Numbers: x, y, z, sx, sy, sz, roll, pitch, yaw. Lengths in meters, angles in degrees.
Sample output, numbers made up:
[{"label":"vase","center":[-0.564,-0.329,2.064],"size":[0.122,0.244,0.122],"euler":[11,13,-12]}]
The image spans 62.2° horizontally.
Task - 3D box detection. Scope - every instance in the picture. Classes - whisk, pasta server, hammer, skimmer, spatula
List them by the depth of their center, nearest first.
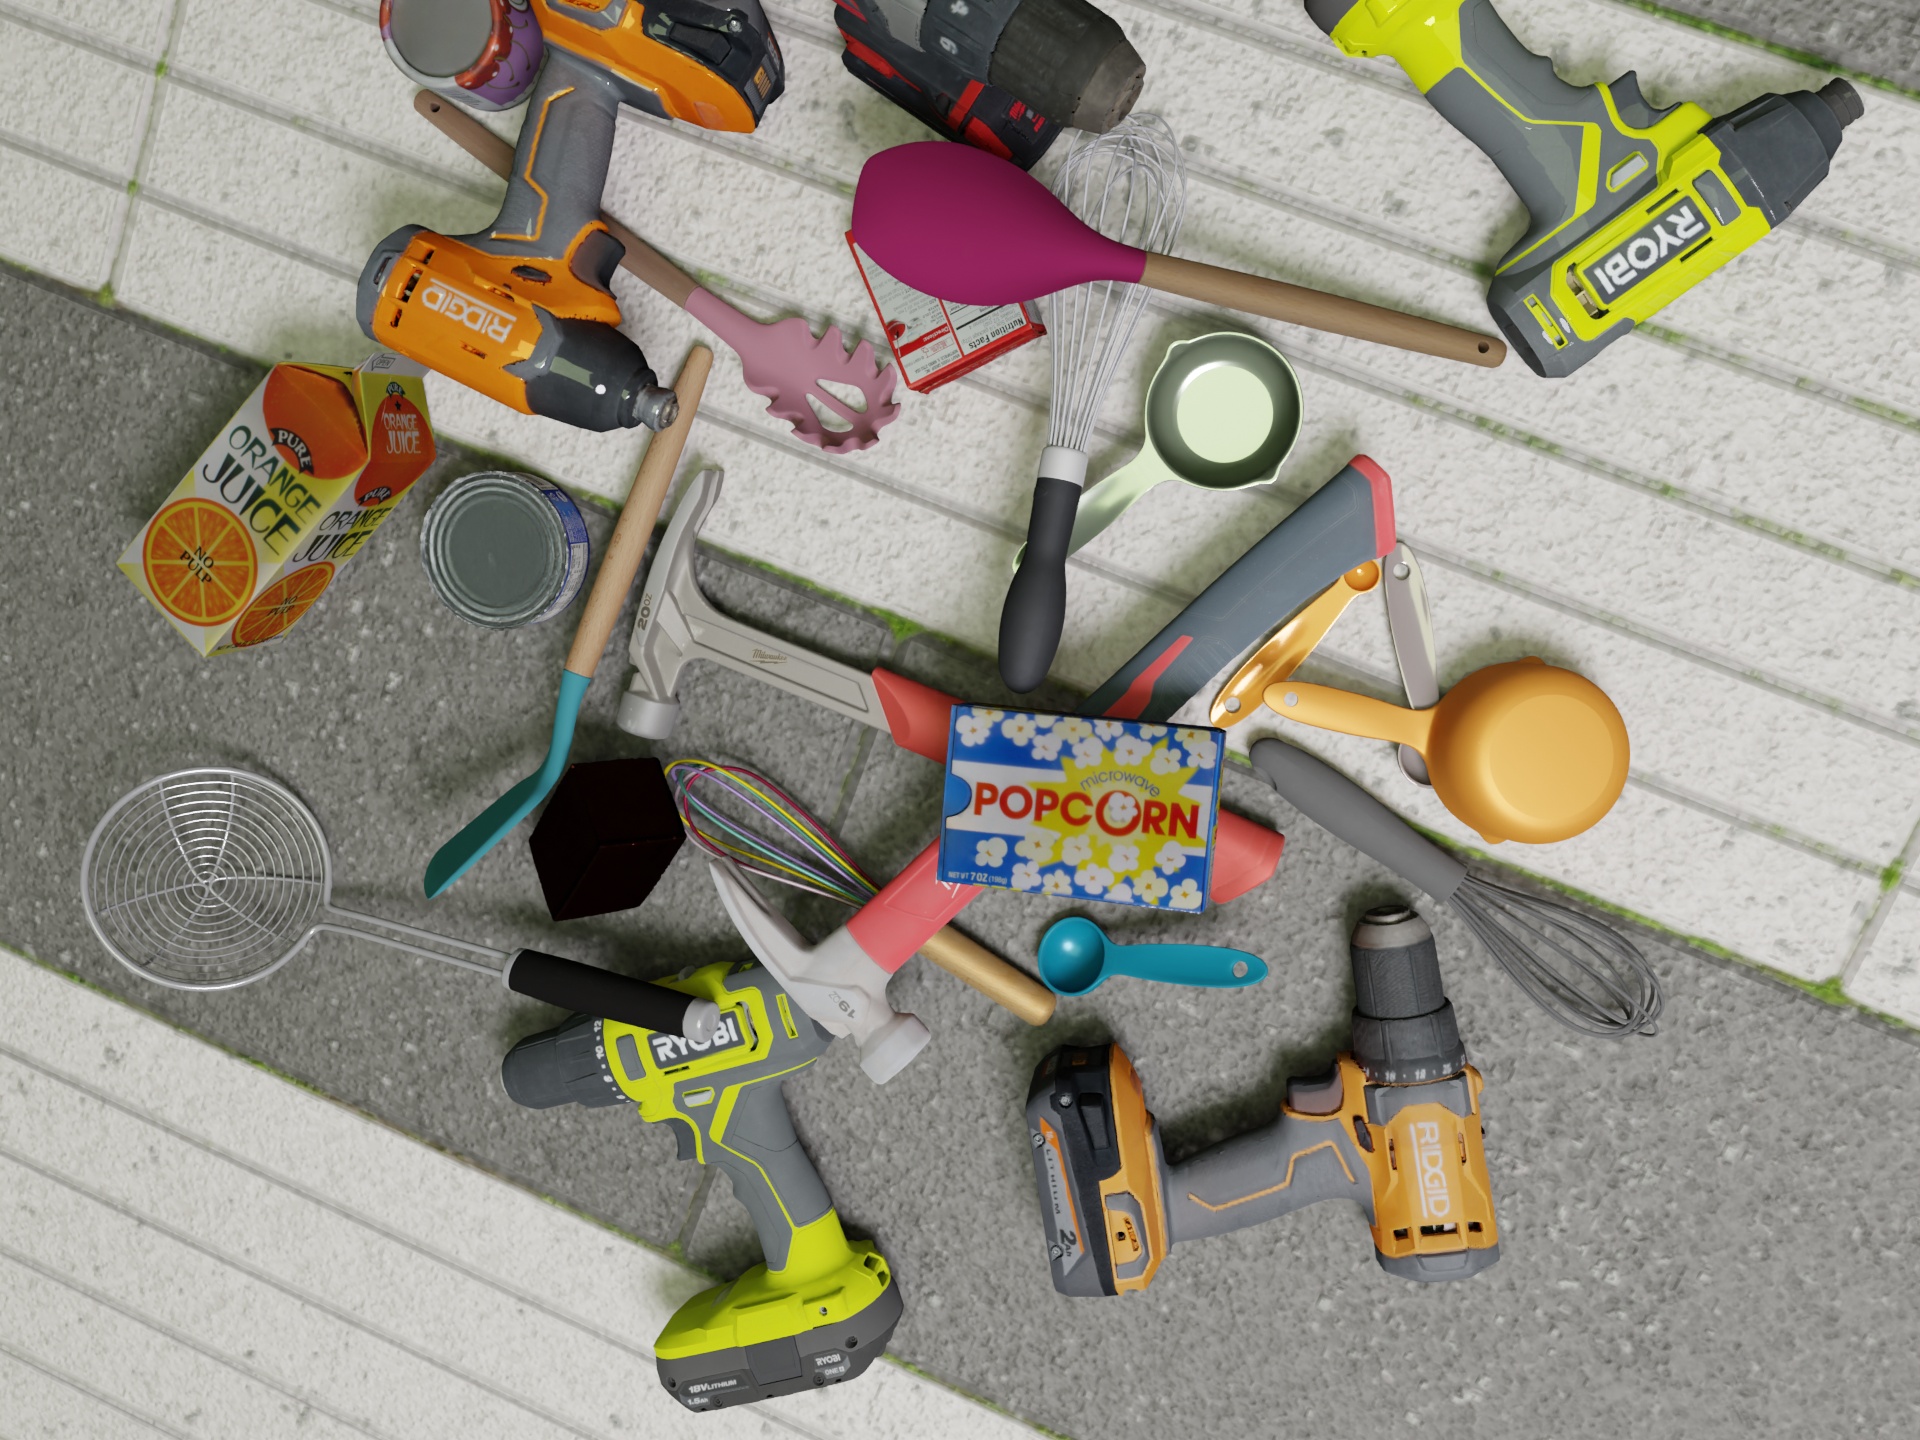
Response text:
[{"label":"whisk","center":[0.054,-0.152,0.761],"size":[0.070,0.070,0.284],"euler":[11,89,9]},{"label":"hammer","center":[0.051,0.002,0.784],"size":[0.386,0.038,0.143],"euler":[-43,85,9]},{"label":"whisk","center":[0.244,0.082,0.792],"size":[0.239,0.055,0.055],"euler":[36,104,8]},{"label":"pasta server","center":[-0.162,-0.238,0.826],"size":[0.316,0.040,0.060],"euler":[37,86,5]},{"label":"hammer","center":[-0.001,-0.003,0.832],"size":[0.359,0.037,0.149],"euler":[22,102,8]},{"label":"spatula","center":[-0.202,-0.053,0.837],"size":[0.044,0.082,0.317],"euler":[22,90,-20]},{"label":"skimmer","center":[-0.304,0.112,0.856],"size":[0.363,0.090,0.127],"euler":[11,68,20]},{"label":"whisk","center":[-0.056,0.093,0.856],"size":[0.245,0.051,0.047],"euler":[33,102,-1]}]

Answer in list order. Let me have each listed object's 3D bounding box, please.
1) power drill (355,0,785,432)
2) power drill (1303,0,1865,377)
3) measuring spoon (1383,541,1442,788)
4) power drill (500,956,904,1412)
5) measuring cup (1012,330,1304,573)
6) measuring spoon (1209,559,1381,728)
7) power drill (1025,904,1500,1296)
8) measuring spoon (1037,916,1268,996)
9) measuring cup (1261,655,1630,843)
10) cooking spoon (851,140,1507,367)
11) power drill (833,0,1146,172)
[{"label":"power drill","center":[-0.174,-0.256,0.780],"size":[0.164,0.084,0.226],"euler":[27,89,7]},{"label":"power drill","center":[0.275,-0.292,0.714],"size":[0.171,0.080,0.223],"euler":[-36,94,15]},{"label":"measuring spoon","center":[0.227,-0.027,0.796],"size":[0.034,0.018,0.124],"euler":[-9,90,-1]},{"label":"power drill","center":[-0.140,0.252,0.879],"size":[0.190,0.080,0.228],"euler":[-17,92,12]},{"label":"measuring cup","center":[0.095,-0.125,0.794],"size":[0.167,0.038,0.083],"euler":[-37,90,16]},{"label":"measuring spoon","center":[0.169,-0.039,0.807],"size":[0.021,0.011,0.117],"euler":[43,108,3]},{"label":"power drill","center":[0.150,0.197,0.813],"size":[0.226,0.084,0.185],"euler":[-8,95,8]},{"label":"measuring spoon","center":[0.100,0.126,0.821],"size":[0.129,0.021,0.042],"euler":[-1,73,32]},{"label":"measuring cup","center":[0.233,0.007,0.760],"size":[0.173,0.052,0.095],"euler":[13,92,-4]},{"label":"cooking spoon","center":[0.107,-0.203,0.731],"size":[0.318,0.017,0.069],"euler":[10,94,-13]},{"label":"power drill","center":[0.004,-0.300,0.685],"size":[0.188,0.227,0.080],"euler":[35,104,4]}]
